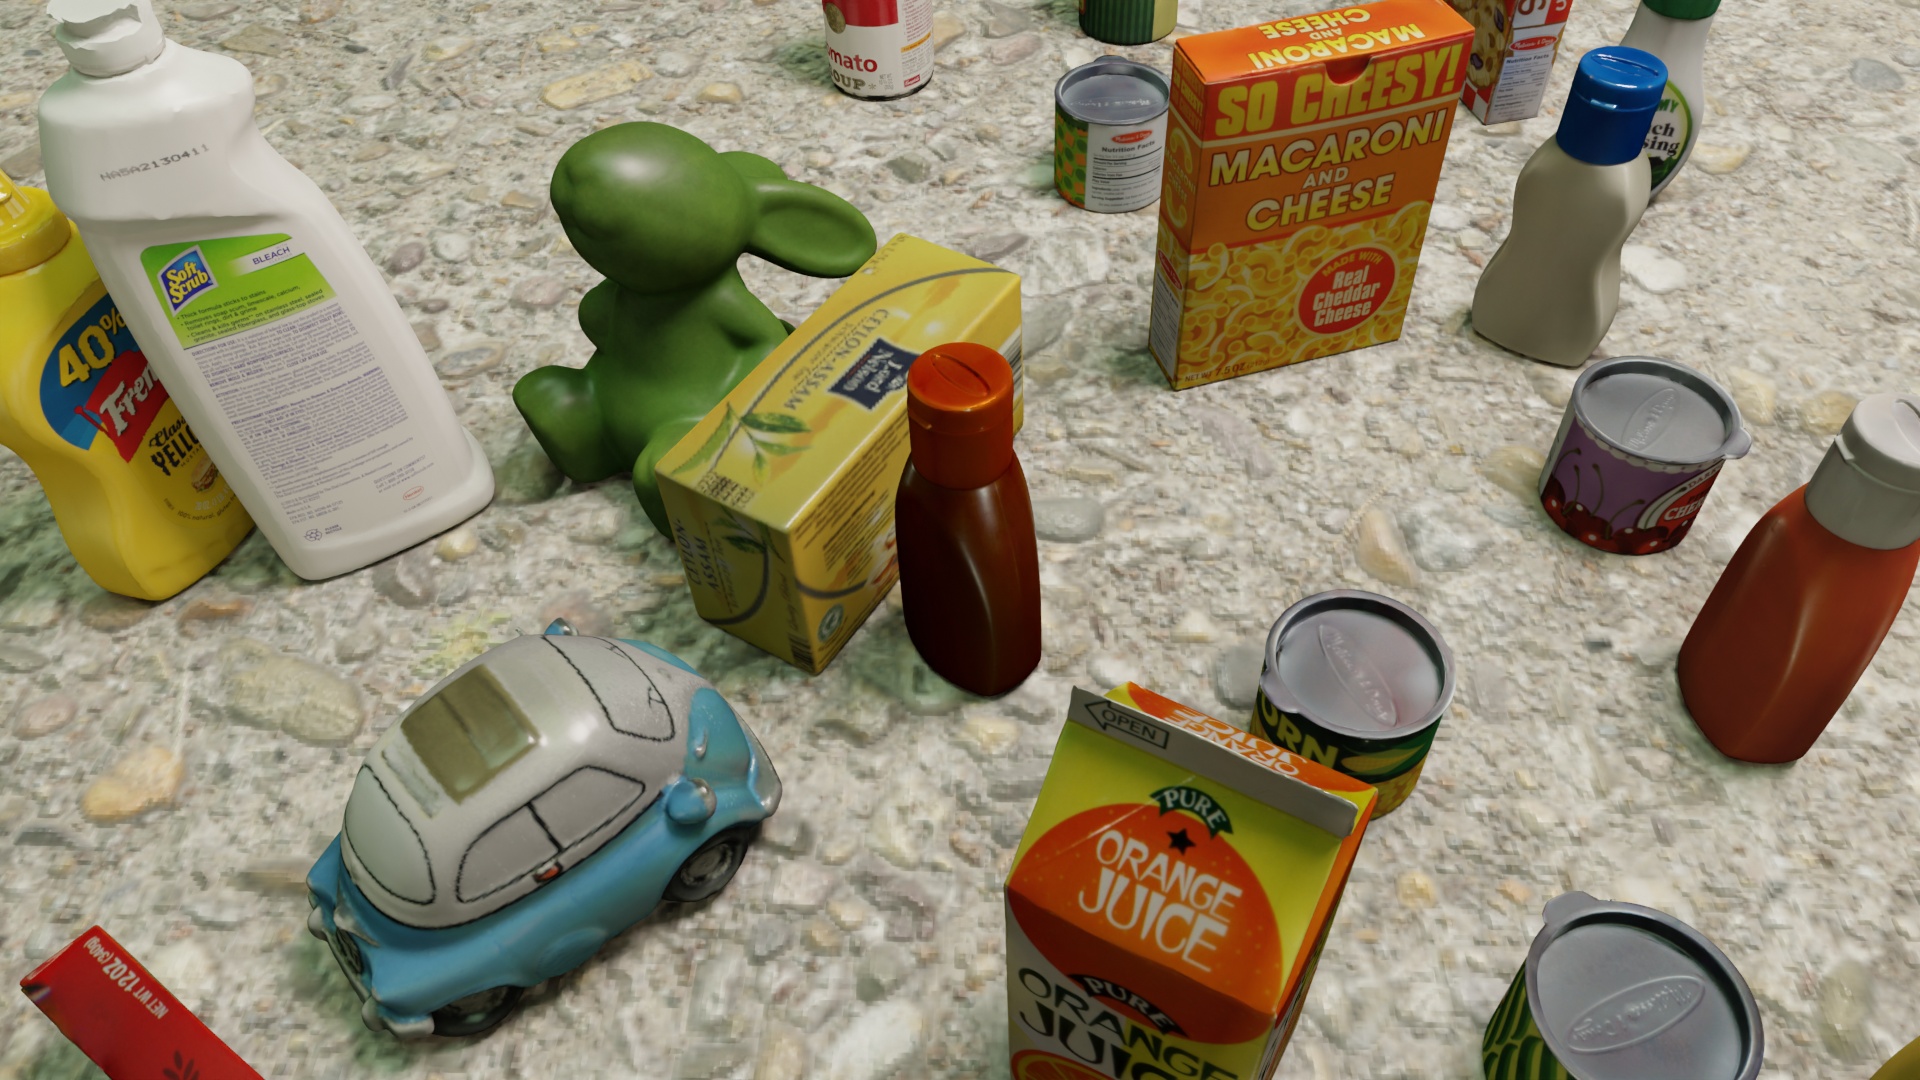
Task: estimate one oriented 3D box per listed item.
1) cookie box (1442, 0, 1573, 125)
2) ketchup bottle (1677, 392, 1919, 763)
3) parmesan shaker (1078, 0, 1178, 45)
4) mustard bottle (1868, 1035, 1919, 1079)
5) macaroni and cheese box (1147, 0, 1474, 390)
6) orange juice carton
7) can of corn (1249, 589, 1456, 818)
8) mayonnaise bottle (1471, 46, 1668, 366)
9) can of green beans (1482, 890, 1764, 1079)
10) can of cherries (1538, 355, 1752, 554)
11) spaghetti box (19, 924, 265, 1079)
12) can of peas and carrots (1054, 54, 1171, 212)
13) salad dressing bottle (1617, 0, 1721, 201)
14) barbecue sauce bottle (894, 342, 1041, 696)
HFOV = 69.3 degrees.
[{"bbox_3d":[0.310,-0.348,0.804,0.040,0.166,0.123,-11,48,-7],"label":"cookie box"},{"bbox_3d":[0.301,0.014,0.489,0.043,0.148,0.065,1,48,4],"label":"ketchup bottle"},{"bbox_3d":[0.107,-0.376,0.882,0.071,0.102,0.072,-1,48,2],"label":"parmesan shaker"},{"bbox_3d":[0.292,0.146,0.363,0.049,0.159,0.065,-25,51,-18],"label":"mustard bottle"},{"bbox_3d":[0.155,-0.154,0.636,0.124,0.165,0.040,-14,49,-10],"label":"macaroni and cheese box"},{"bbox_3d":[0.060,0.109,0.385,0.072,0.191,0.073,22,53,21],"label":"orange juice carton"},{"bbox_3d":[0.140,0.062,0.514,0.071,0.058,0.071,-1,48,2],"label":"can of corn"},{"bbox_3d":[0.284,-0.151,0.640,0.065,0.147,0.041,28,55,25],"label":"mayonnaise bottle"},{"bbox_3d":[0.201,0.155,0.428,0.071,0.057,0.071,-1,48,2],"label":"can of green beans"},{"bbox_3d":[0.291,-0.035,0.595,0.071,0.058,0.072,-1,48,2],"label":"can of cherries"},{"bbox_3d":[-0.187,0.199,0.410,0.250,0.050,0.029,27,54,24],"label":"spaghetti box"},{"bbox_3d":[0.085,-0.227,0.778,0.071,0.058,0.071,-1,48,2],"label":"can of peas and carrots"},{"bbox_3d":[0.361,-0.245,0.722,0.064,0.146,0.044,12,50,13],"label":"salad dressing bottle"},{"bbox_3d":[0.002,-0.007,0.522,0.044,0.147,0.065,-33,55,-24],"label":"barbecue sauce bottle"}]
